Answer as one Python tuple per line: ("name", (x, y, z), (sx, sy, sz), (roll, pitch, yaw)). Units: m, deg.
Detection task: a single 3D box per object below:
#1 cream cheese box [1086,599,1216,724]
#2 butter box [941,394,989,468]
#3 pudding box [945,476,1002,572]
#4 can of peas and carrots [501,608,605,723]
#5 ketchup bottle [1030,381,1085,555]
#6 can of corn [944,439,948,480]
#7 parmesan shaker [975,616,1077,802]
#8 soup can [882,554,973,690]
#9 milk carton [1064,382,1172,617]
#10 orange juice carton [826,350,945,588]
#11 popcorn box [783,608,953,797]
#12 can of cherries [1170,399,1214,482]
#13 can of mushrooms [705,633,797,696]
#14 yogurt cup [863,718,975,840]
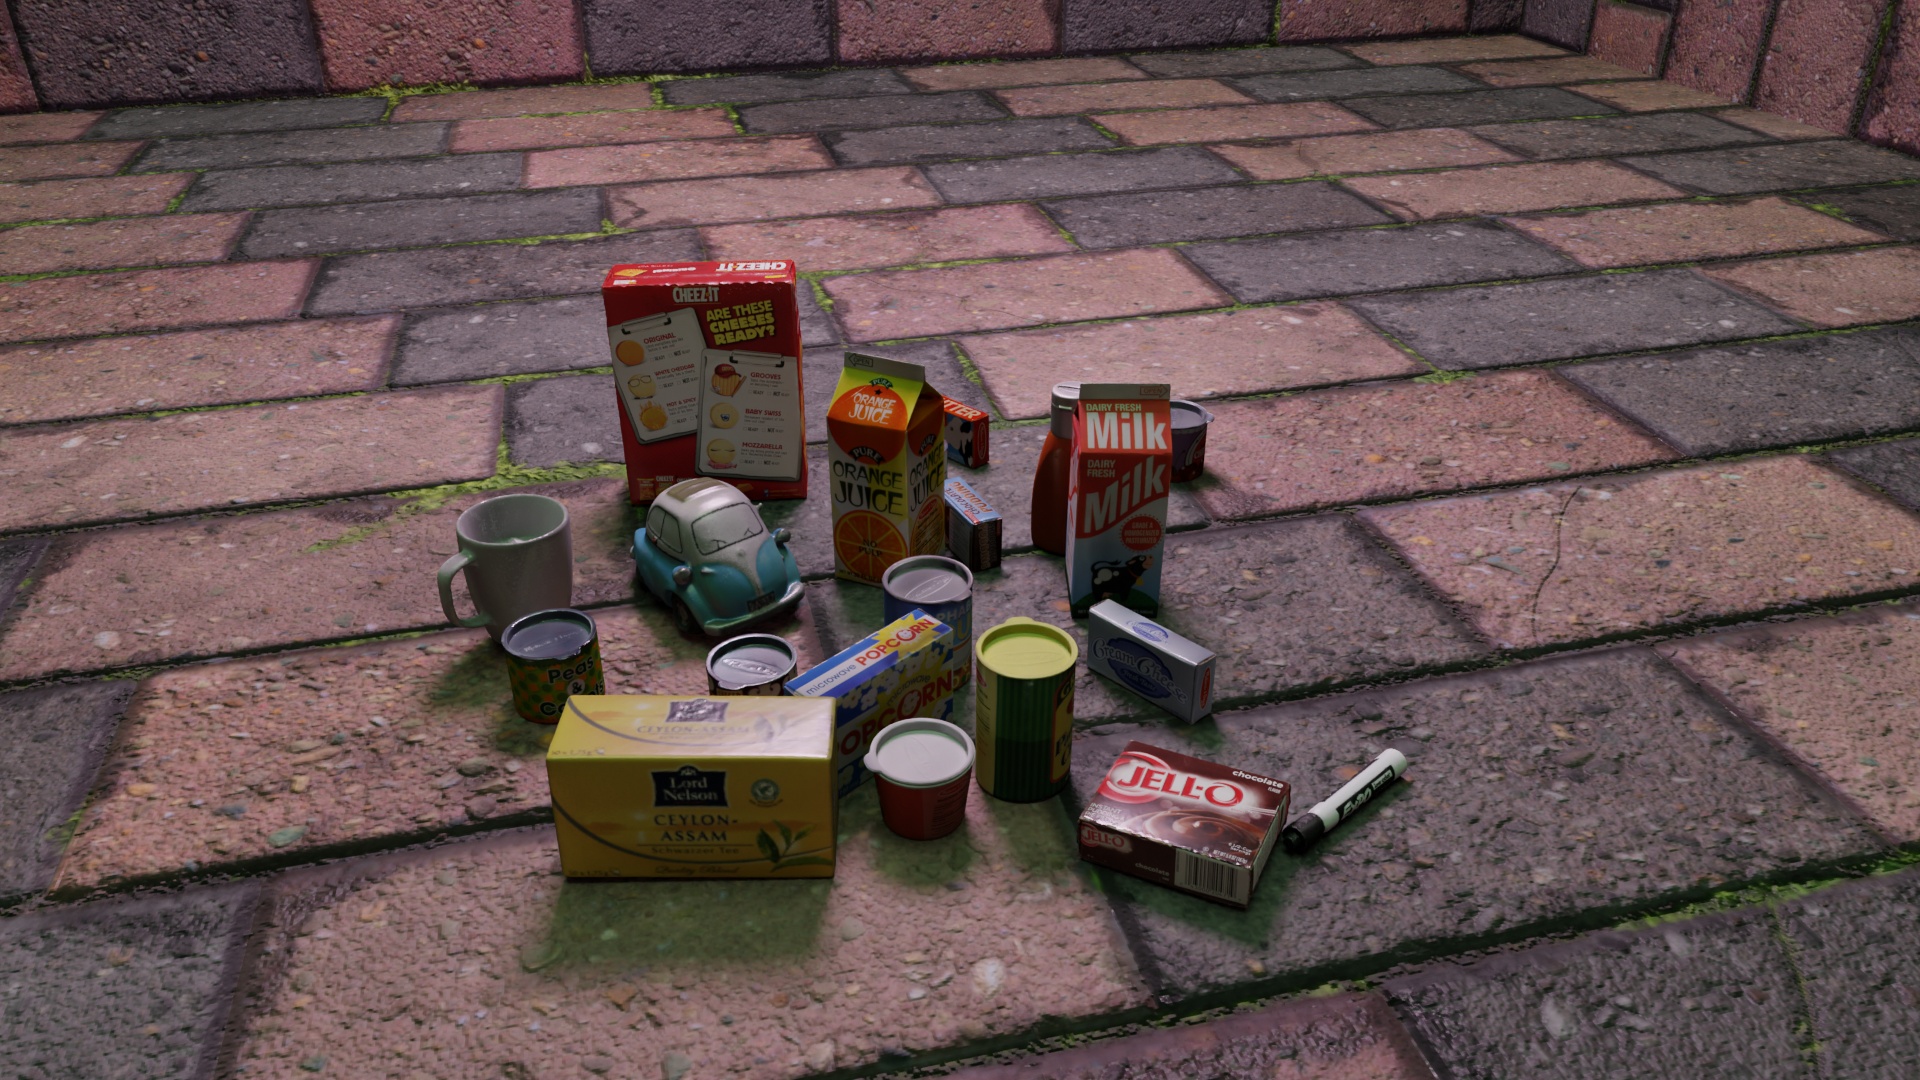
("cream cheese box", (0.138, 0.088, 1.017), (0.024, 0.053, 0.104), (-25, 39, -37))
("butter box", (-0.016, -0.112, 1.362), (0.103, 0.052, 0.024), (27, 39, 38))
("pudding box", (0.004, -0.015, 1.197), (0.030, 0.049, 0.084), (-14, 33, -23))
("can of peas and carrots", (-0.292, 0.091, 1.005), (0.071, 0.058, 0.071), (0, 30, 0))
("ketchup bottle", (0.093, -0.060, 1.177), (0.065, 0.148, 0.044), (13, 32, 21))
("can of corn", (-0.045, -0.062, 1.270), (0.071, 0.058, 0.071), (0, 30, 0))
("parmesan shaker", (0.043, 0.112, 0.925), (0.071, 0.102, 0.071), (0, 30, 0))
("soup can", (-0.022, 0.064, 1.027), (0.071, 0.083, 0.072), (0, 30, 0))
("milk carton", (0.124, -0.037, 1.096), (0.072, 0.189, 0.074), (0, 30, 0))
("orange juice carton", (-0.059, -0.061, 1.134), (0.072, 0.191, 0.073), (12, 32, 21))
("popcorn box", (-0.060, 0.112, 0.944), (0.038, 0.084, 0.127), (25, 38, 36))
("can of cherries", (0.204, -0.095, 1.326), (0.071, 0.058, 0.072), (0, 30, 0))
("can of mushrooms", (-0.153, 0.101, 1.014), (0.071, 0.033, 0.071), (0, 30, 0))
("yogurt cup", (-0.024, 0.156, 0.899), (0.072, 0.053, 0.073), (0, 30, 0))
